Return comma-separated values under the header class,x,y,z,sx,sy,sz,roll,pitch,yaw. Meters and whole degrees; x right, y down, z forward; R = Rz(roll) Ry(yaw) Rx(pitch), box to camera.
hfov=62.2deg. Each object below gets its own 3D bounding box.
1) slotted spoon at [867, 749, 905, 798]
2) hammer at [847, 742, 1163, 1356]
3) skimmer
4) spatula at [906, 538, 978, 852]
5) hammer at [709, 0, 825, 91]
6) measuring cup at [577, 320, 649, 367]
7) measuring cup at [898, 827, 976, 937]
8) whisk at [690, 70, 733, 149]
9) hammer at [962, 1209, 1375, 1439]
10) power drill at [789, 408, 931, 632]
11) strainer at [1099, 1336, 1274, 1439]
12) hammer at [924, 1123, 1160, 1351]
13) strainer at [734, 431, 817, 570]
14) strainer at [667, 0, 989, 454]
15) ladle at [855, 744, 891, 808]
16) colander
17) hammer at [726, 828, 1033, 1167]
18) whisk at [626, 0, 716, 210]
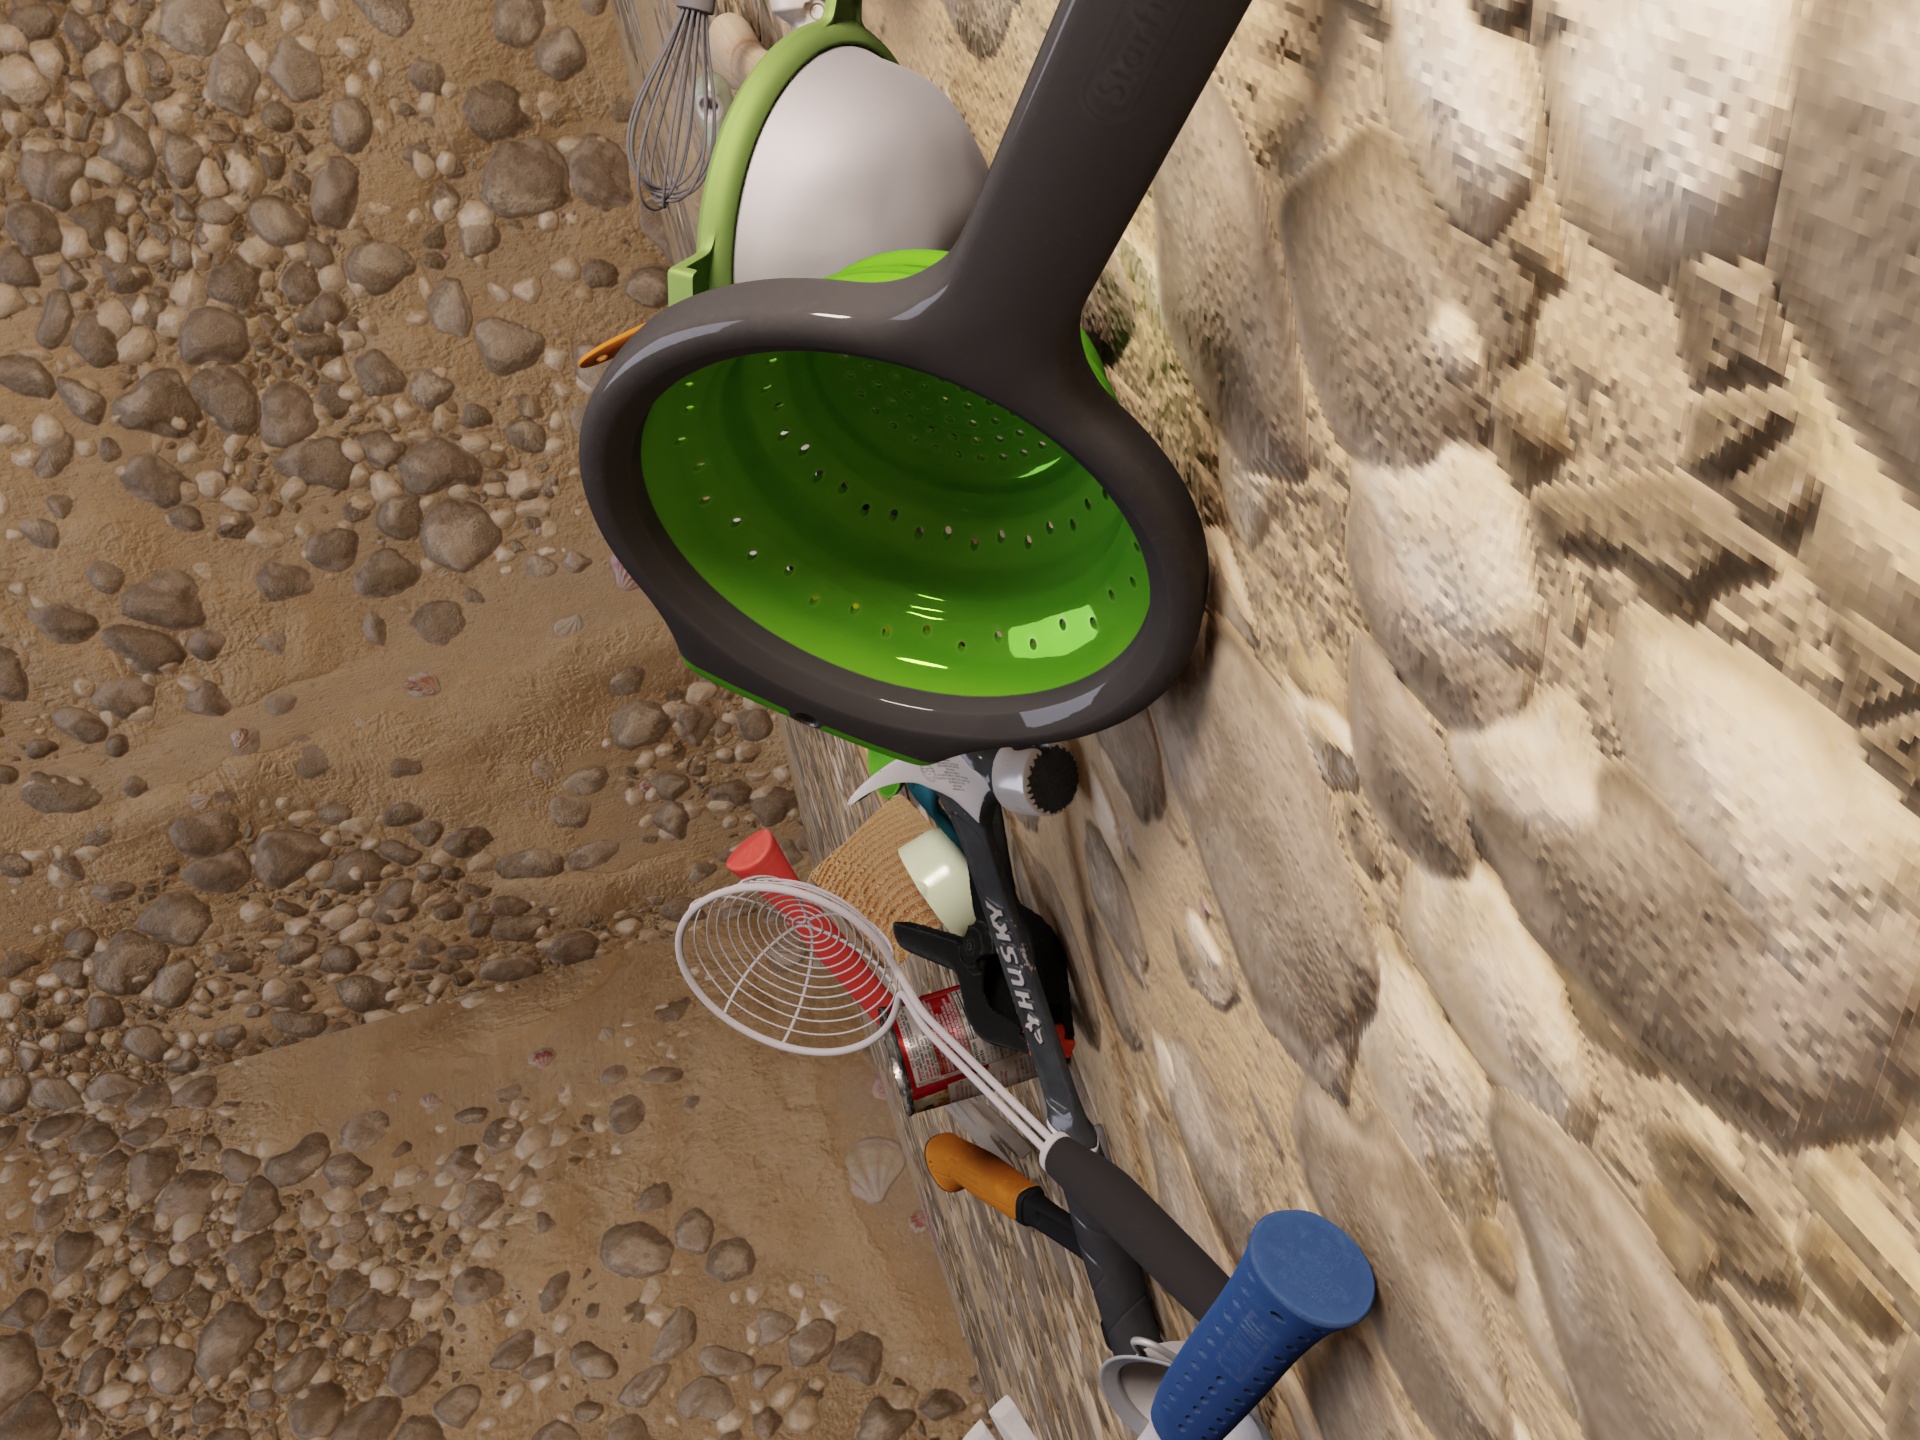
class,x,y,z,sx,sy,sz,roll,pitch,yaw
slotted spoon,-0.052,-0.022,1.223,0.313,0.031,0.070,99,155,-64
hammer,0.048,0.196,0.823,0.149,0.036,0.408,2,115,50
skimmer,-0.014,0.190,0.776,0.364,0.090,0.127,35,142,43
spatula,-0.001,-0.003,0.939,0.082,0.044,0.317,52,155,27
hammer,-0.109,-0.374,0.959,0.411,0.038,0.146,-121,17,-61
measuring cup,-0.136,-0.226,0.939,0.052,0.173,0.095,61,167,7
measuring cup,0.020,0.142,1.049,0.168,0.038,0.083,53,-179,17
whisk,-0.131,-0.312,1.065,0.059,0.058,0.246,-76,-23,-46
hammer,0.083,0.296,0.665,0.144,0.035,0.405,40,146,22
power drill,-0.056,-0.129,0.920,0.223,0.080,0.171,96,157,-59
strainer,0.125,0.369,0.749,0.087,0.050,0.258,0,118,36
hammer,0.035,0.308,1.050,0.337,0.034,0.127,164,90,-72
strainer,-0.148,-0.223,1.253,0.211,0.095,0.340,-118,14,-54
strainer,-0.014,-0.157,0.640,0.151,0.069,0.256,-66,-24,-14
ladle,-0.078,0.008,1.422,0.078,0.062,0.320,137,110,-80
colander,0.011,-0.121,0.458,0.397,0.204,0.095,124,167,-58
hammer,-0.063,0.202,1.158,0.149,0.037,0.358,36,164,46
whisk,-0.160,-0.423,0.942,0.055,0.055,0.239,-127,48,-67
